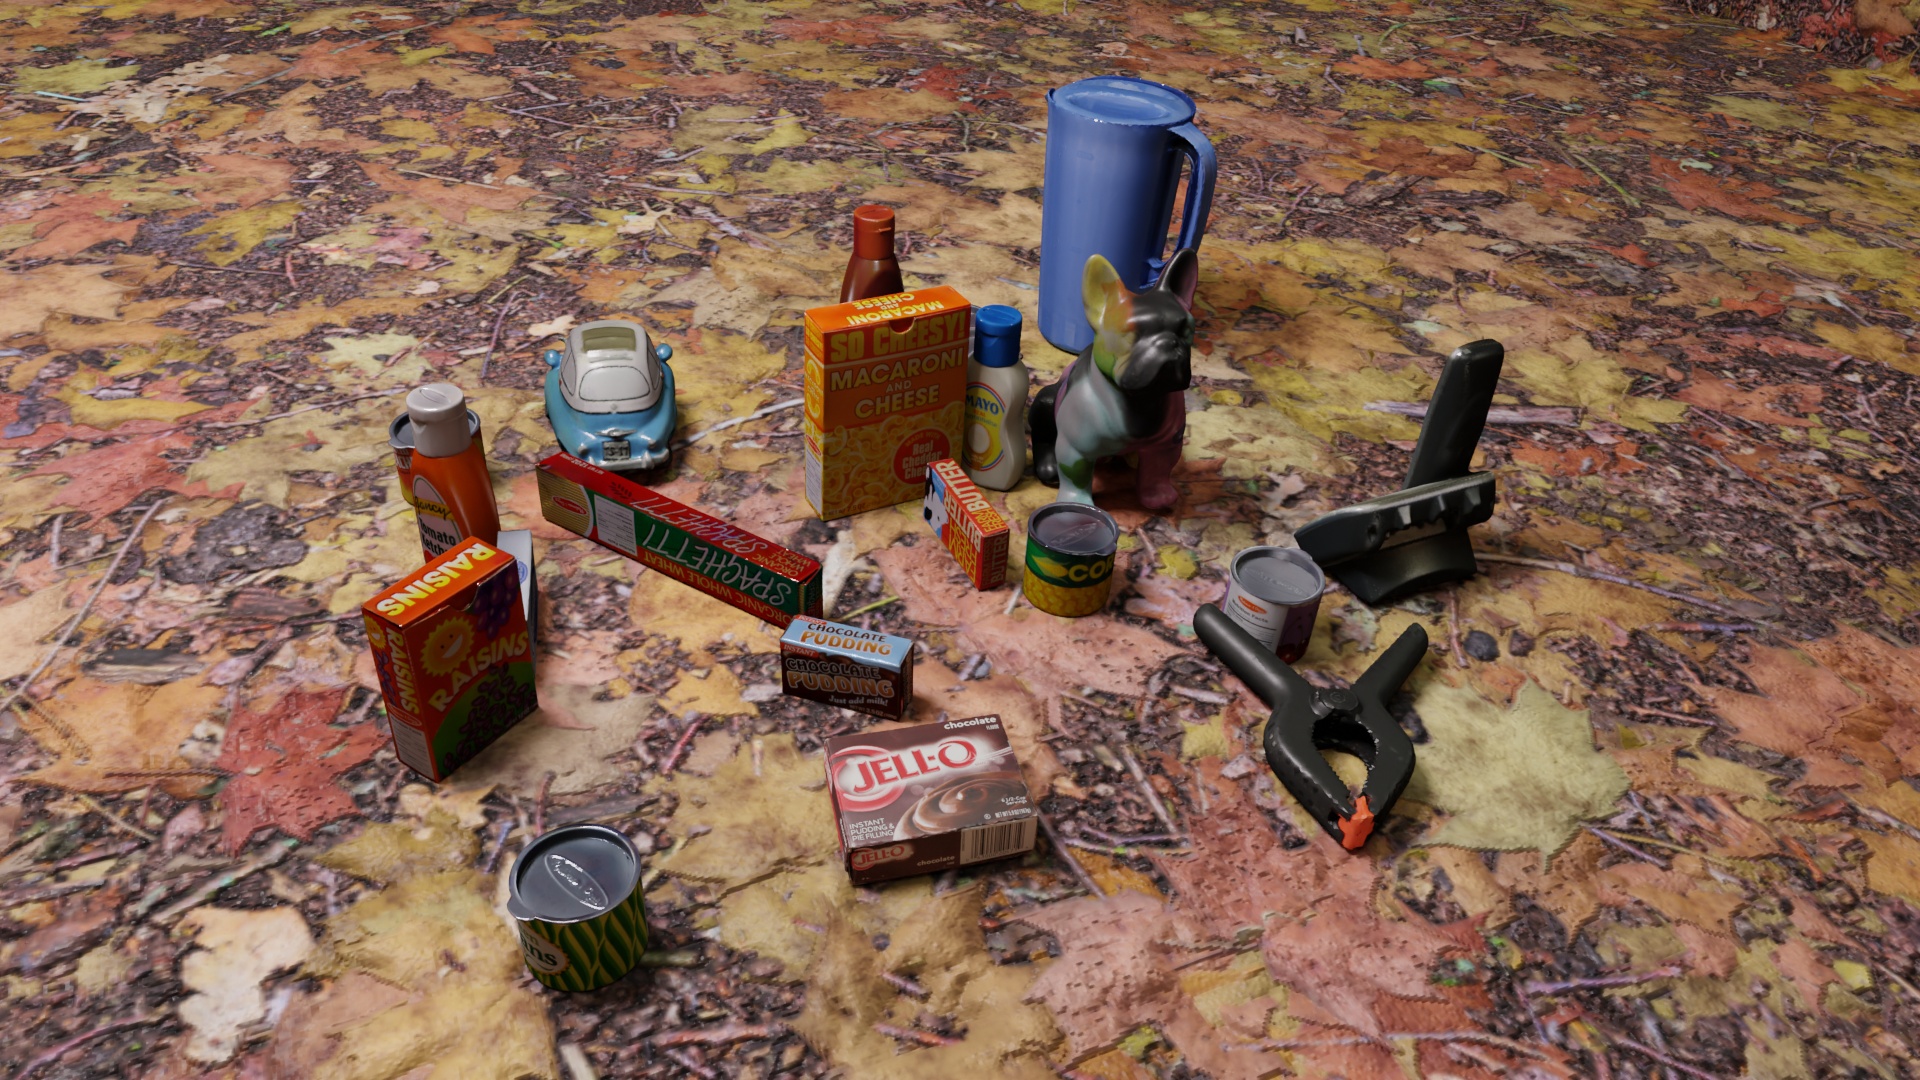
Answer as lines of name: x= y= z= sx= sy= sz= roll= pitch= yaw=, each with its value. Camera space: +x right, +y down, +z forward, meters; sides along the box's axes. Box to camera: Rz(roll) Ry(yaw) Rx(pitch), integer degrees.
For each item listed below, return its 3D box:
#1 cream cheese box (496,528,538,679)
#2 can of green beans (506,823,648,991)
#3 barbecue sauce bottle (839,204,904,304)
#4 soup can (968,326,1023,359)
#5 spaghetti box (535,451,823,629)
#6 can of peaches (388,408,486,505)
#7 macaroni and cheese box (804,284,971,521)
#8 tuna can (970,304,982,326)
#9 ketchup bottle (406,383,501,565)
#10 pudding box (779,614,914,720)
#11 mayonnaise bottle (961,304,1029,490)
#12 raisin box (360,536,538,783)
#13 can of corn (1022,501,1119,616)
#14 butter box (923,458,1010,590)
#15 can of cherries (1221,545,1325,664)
cream cheese box: x=-0.299 y=0.043 z=0.934 sx=0.024 sy=0.053 sz=0.104 roll=-5 pitch=36 yaw=-12
can of green beans: x=-0.200 y=0.193 z=0.731 sx=0.071 sy=0.057 sz=0.071 roll=3 pitch=35 yaw=-2
barbecue sauce bottle: x=-0.079 y=-0.226 z=1.253 sx=0.065 sy=0.147 sz=0.044 roll=-19 pitch=41 yaw=-29
soup can: x=0.017 y=-0.129 z=1.182 sx=0.071 sy=0.083 sz=0.072 roll=3 pitch=35 yaw=-2
spaghetti box: x=-0.206 y=0.000 z=1.007 sx=0.250 sy=0.049 sz=0.029 roll=22 pitch=39 yaw=23
can of peaches: x=-0.402 y=-0.063 z=1.069 sx=0.071 sy=0.057 sz=0.071 roll=3 pitch=35 yaw=-2
macaroni and cheese box: x=-0.057 y=-0.105 z=1.070 sx=0.124 sy=0.165 sz=0.040 roll=-15 pitch=40 yaw=-25
tuna can: x=-0.005 y=-0.197 z=1.319 sx=0.071 sy=0.032 sz=0.071 roll=3 pitch=35 yaw=-2
ketchup bottle: x=-0.351 y=-0.036 z=0.959 sx=0.065 sy=0.148 sz=0.044 roll=23 pitch=40 yaw=25
pudding box: x=-0.074 y=0.082 z=0.907 sx=0.084 sy=0.049 sz=0.030 roll=12 pitch=36 yaw=11
mayonnaise bottle: x=0.025 y=-0.114 z=1.107 sx=0.065 sy=0.147 sz=0.041 roll=21 pitch=39 yaw=22
raisin box: x=-0.304 y=0.071 z=0.835 sx=0.040 sy=0.122 sz=0.086 roll=22 pitch=39 yaw=24
can of corn: x=0.081 y=0.015 z=1.010 sx=0.071 sy=0.058 sz=0.071 roll=3 pitch=35 yaw=-2
butter box: x=0.004 y=-0.013 z=1.045 sx=0.024 sy=0.052 sz=0.104 roll=-12 pitch=39 yaw=-22
can of cherries: x=0.221 y=0.045 z=0.981 sx=0.071 sy=0.058 sz=0.072 roll=3 pitch=35 yaw=-2
